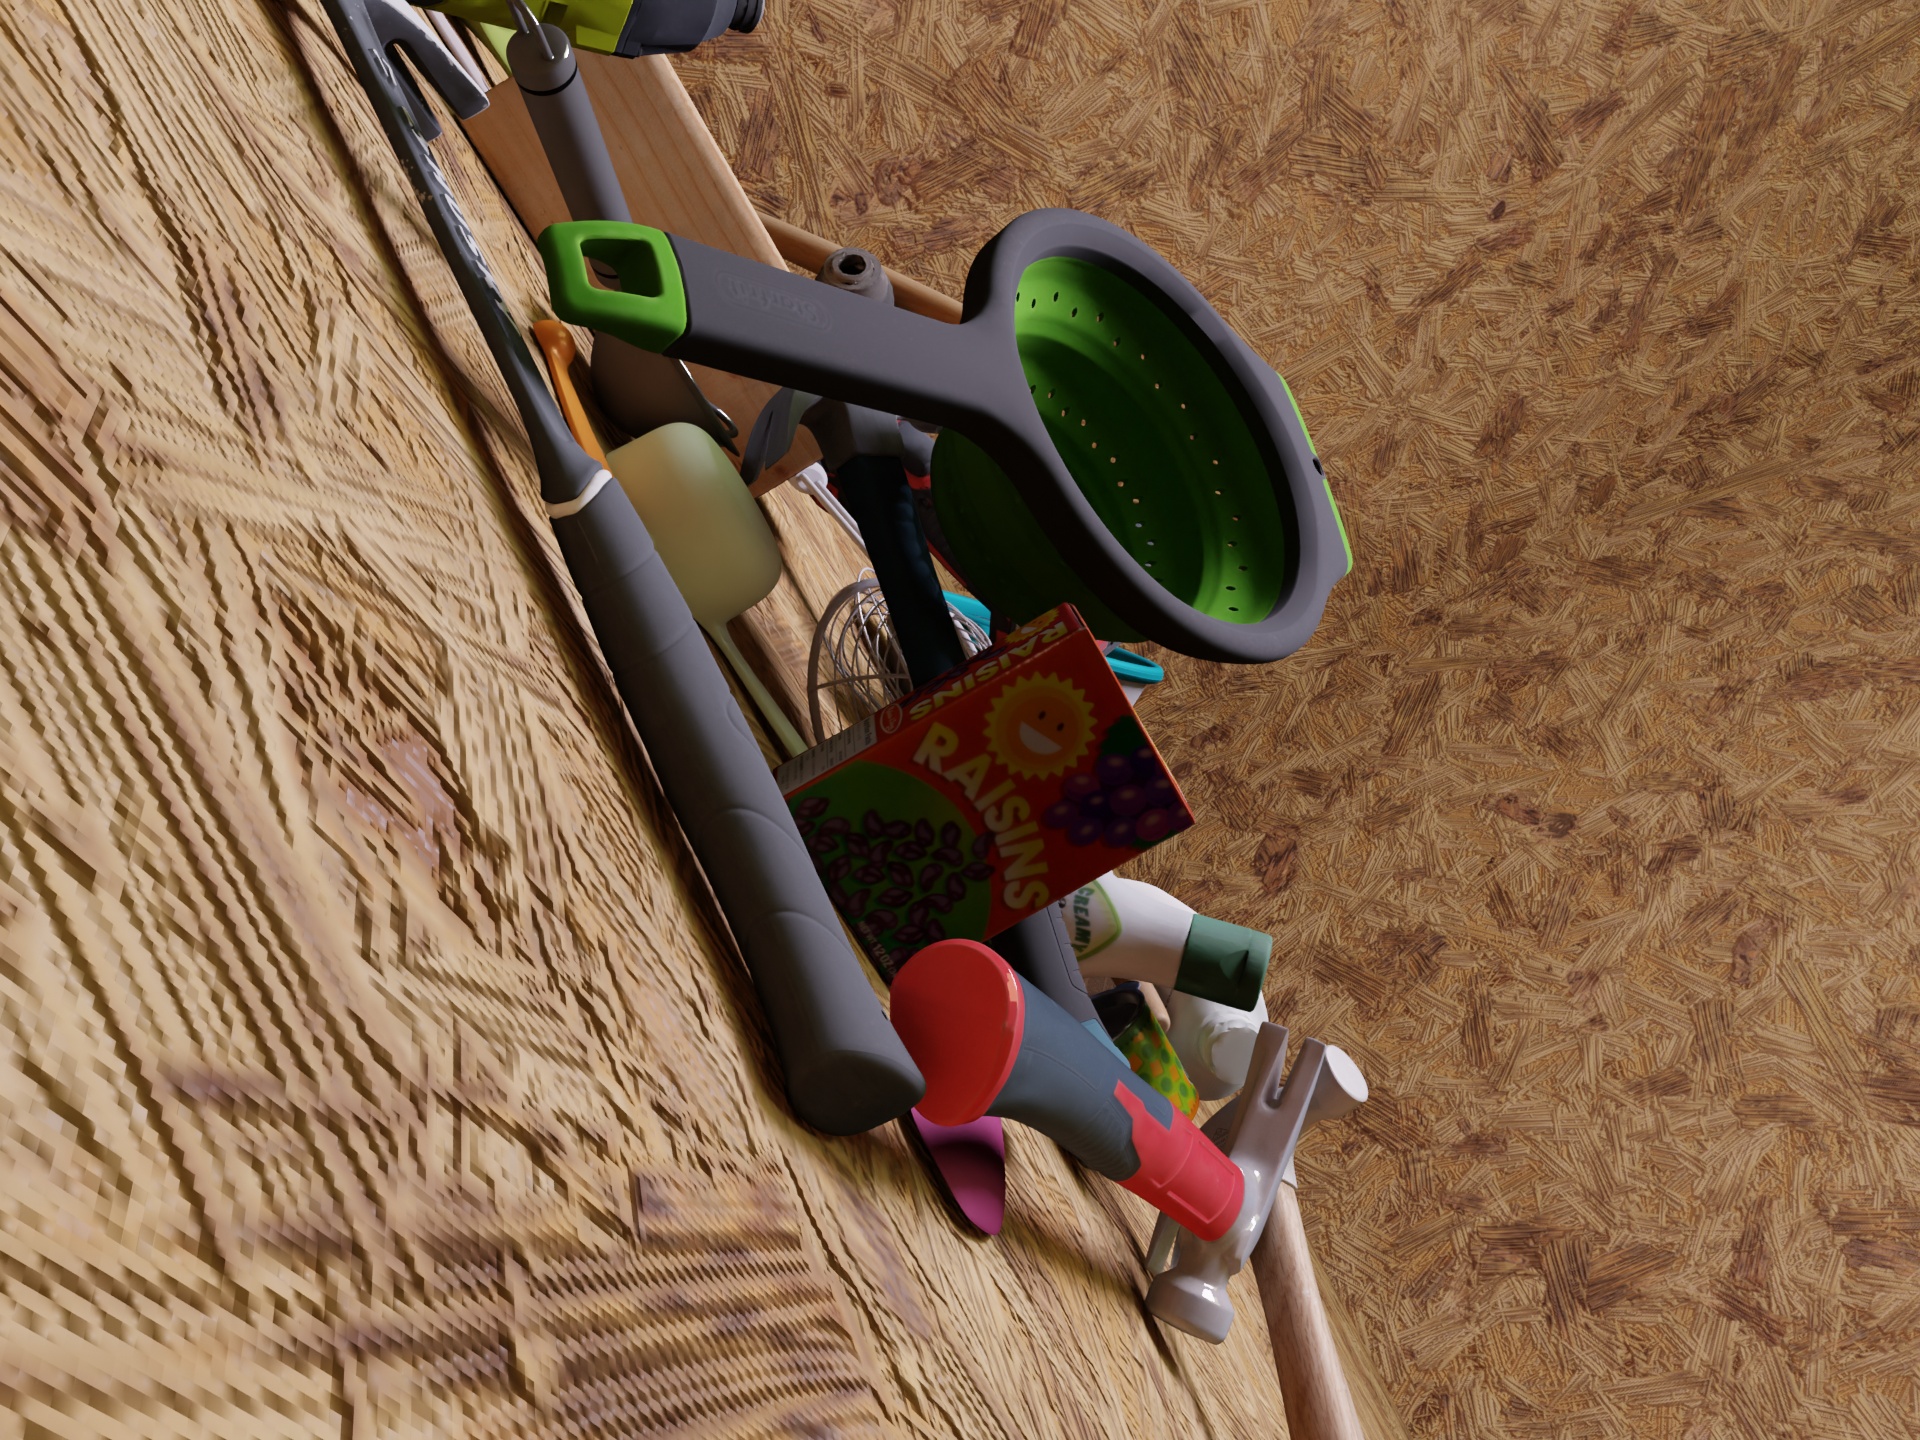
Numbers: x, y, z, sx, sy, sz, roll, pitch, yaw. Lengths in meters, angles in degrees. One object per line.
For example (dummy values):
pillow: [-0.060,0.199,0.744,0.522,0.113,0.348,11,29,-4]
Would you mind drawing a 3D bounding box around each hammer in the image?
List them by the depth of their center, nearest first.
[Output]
hammer: [-0.112,-0.076,0.442,0.409,0.036,0.149,62,3,14]
hammer: [0.068,0.134,0.570,0.038,0.143,0.385,17,-17,27]
hammer: [-0.001,-0.002,0.646,0.128,0.033,0.331,-5,71,-46]
hammer: [0.150,0.298,0.665,0.031,0.130,0.332,35,28,-27]

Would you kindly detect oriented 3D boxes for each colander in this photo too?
colander: [-0.001,-0.103,0.601,0.396,0.094,0.205,3,64,-47]

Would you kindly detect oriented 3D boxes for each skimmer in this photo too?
skimmer: [-0.075,-0.075,0.806,0.127,0.090,0.364,31,15,-41]

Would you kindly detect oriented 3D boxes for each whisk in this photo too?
whisk: [0.000,0.033,0.921,0.070,0.070,0.284,-112,177,-60]

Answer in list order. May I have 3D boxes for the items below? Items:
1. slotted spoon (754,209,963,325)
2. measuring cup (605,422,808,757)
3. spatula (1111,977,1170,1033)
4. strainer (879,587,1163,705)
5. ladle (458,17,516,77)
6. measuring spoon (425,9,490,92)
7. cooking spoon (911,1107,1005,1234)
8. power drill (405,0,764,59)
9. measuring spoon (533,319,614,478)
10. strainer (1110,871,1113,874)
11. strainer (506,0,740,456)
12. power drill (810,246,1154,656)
slotted spoon: [-0.105,-0.268,0.871,0.314,0.031,0.070,27,-19,12]
measuring cup: [-0.073,-0.037,0.599,0.167,0.038,0.083,58,4,-5]
spatula: [0.077,0.094,0.917,0.318,0.044,0.082,-118,-146,-67]
strainer: [0.022,-0.020,1.075,0.211,0.095,0.340,19,9,7]
ladle: [-0.186,-0.284,0.828,0.320,0.062,0.078,63,12,-5]
measuring spoon: [-0.247,-0.345,0.746,0.124,0.018,0.034,60,4,-22]
cooking spoon: [0.013,0.132,0.626,0.069,0.017,0.319,61,5,4]
power drill: [-0.186,-0.345,0.634,0.171,0.080,0.223,-2,48,-37]
measuring spoon: [-0.129,-0.103,0.561,0.117,0.011,0.021,63,5,31]
strainer: [0.050,0.074,1.123,0.256,0.069,0.152,59,4,-40]
strainer: [-0.122,-0.158,0.563,0.087,0.050,0.258,54,-10,17]
power drill: [-0.005,-0.132,0.856,0.227,0.080,0.187,43,-23,18]
